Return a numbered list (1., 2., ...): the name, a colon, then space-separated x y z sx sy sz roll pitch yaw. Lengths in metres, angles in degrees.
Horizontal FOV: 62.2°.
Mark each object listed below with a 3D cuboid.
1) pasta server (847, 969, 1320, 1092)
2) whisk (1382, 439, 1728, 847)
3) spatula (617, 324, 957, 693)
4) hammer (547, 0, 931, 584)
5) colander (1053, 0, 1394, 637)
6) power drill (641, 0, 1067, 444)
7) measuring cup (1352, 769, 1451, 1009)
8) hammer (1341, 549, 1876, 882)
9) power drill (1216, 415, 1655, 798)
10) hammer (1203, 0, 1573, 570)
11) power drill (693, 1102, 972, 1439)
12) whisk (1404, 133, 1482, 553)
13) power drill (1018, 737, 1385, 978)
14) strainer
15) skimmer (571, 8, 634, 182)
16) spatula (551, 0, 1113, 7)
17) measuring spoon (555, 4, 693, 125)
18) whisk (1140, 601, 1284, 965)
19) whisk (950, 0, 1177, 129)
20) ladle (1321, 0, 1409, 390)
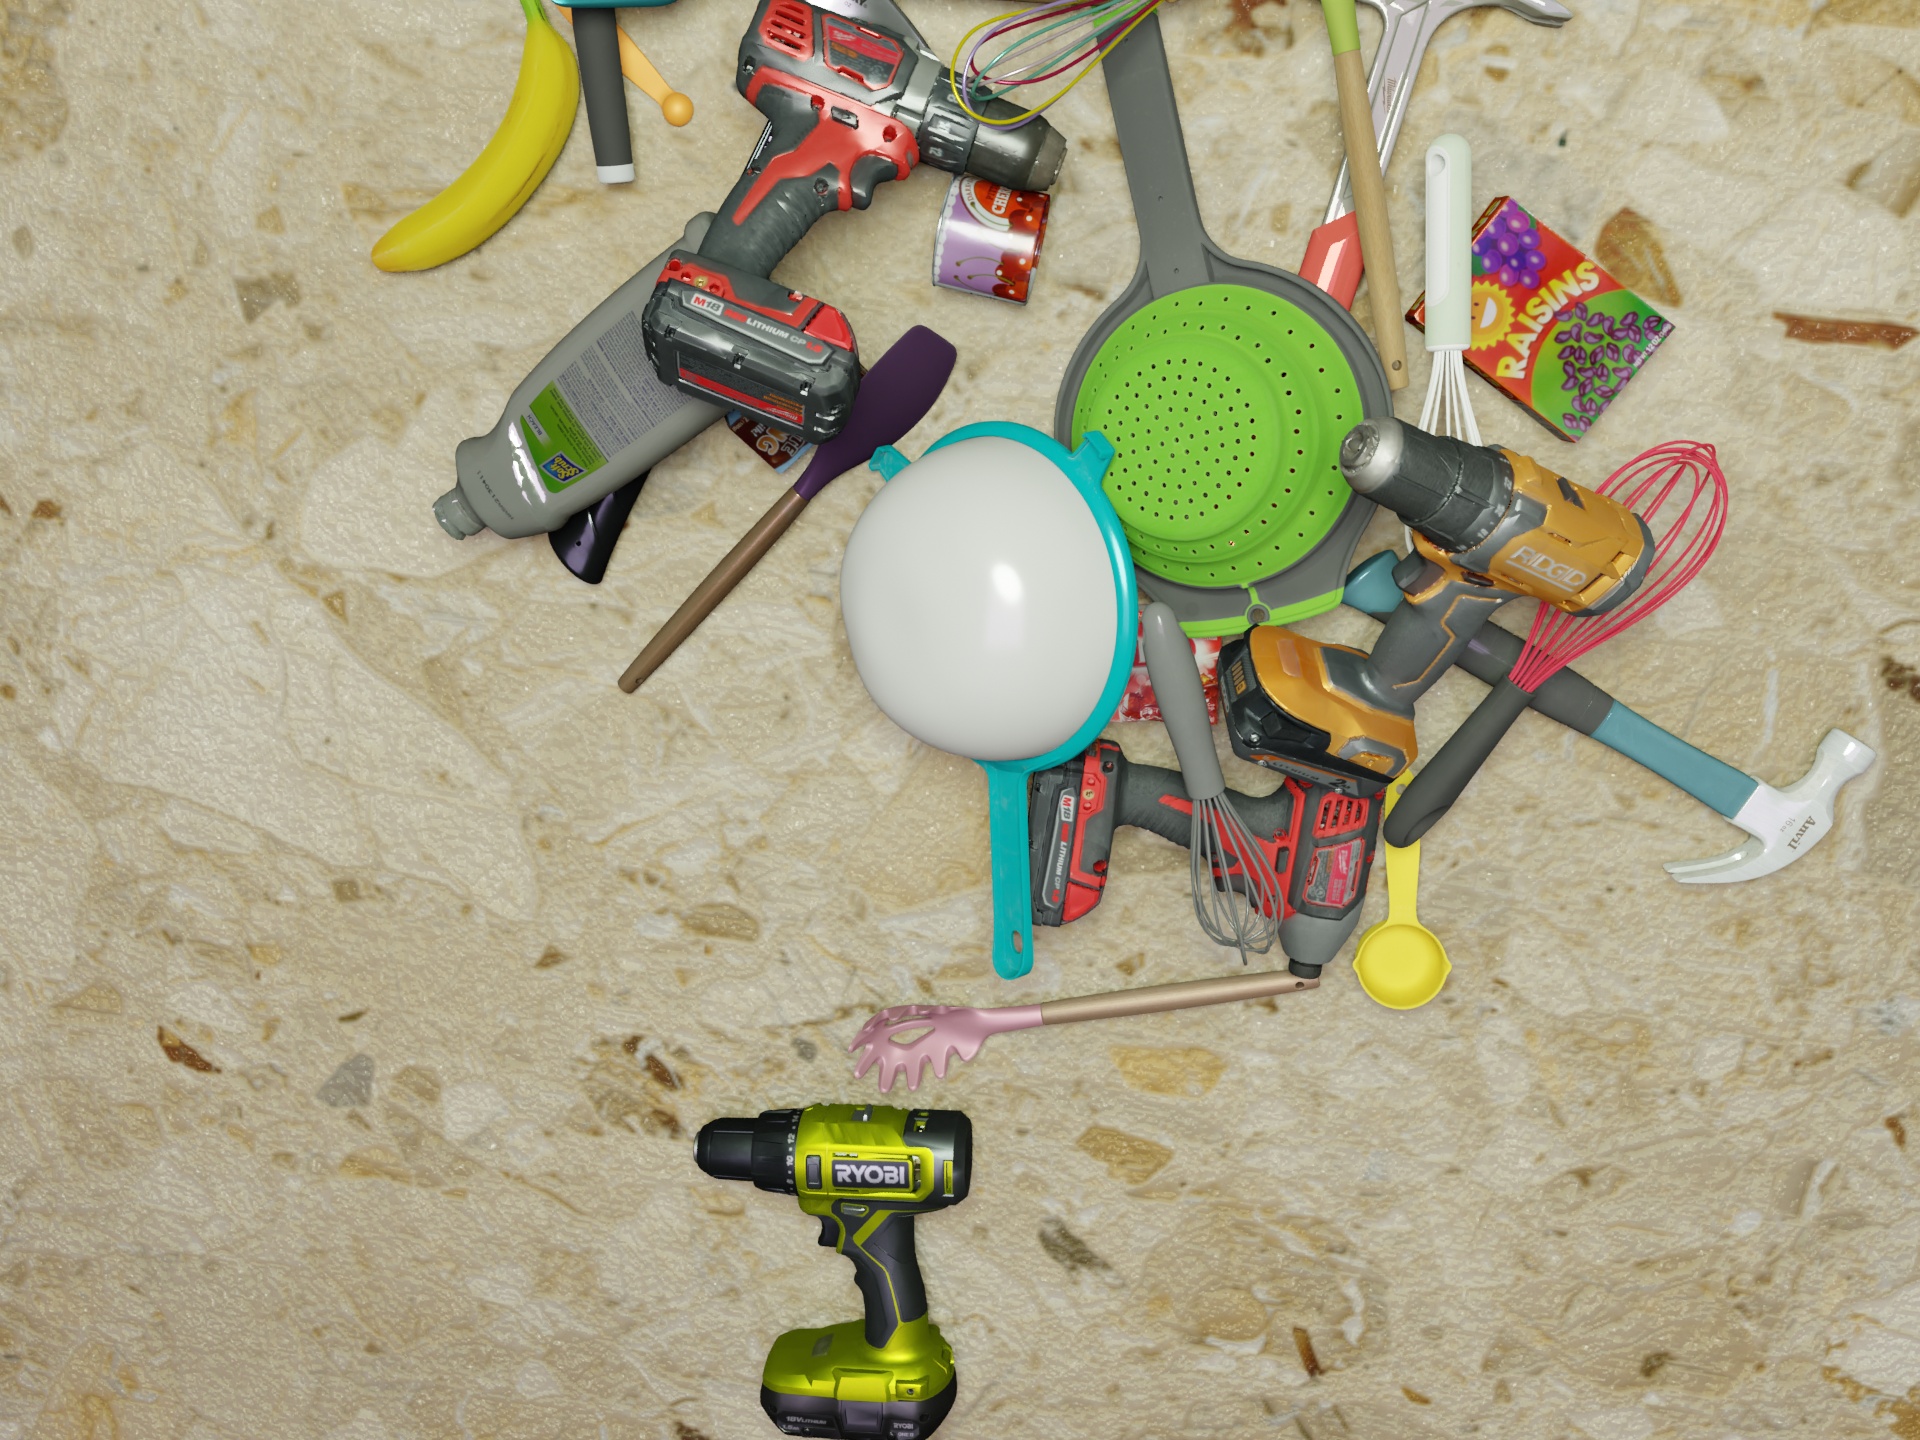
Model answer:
1. pasta server: 0.082 0.198 1.065 0.316 0.040 0.060 -9 115 8
2. whisk: 0.340 -0.036 0.929 0.073 0.073 0.295 32 115 -1
3. spatula: -0.116 -0.126 1.013 0.316 0.059 0.018 -44 53 18
4. hammer: -0.152 -0.266 0.983 0.149 0.036 0.409 29 106 -2
5. colander: 0.118 -0.240 0.903 0.204 0.094 0.397 -11 95 26
6. power drill: -0.058 -0.270 0.868 0.188 0.080 0.227 21 78 -4
7. measuring cup: 0.284 0.107 1.030 0.062 0.029 0.156 0 92 7
8. hammer: 0.383 -0.010 0.981 0.331 0.033 0.128 30 104 -1
9. power drill: 0.233 -0.063 0.872 0.185 0.084 0.226 19 135 -25
10. hammer: 0.226 -0.257 0.938 0.149 0.037 0.359 16 104 3
11. power drill: -0.087 0.376 1.110 0.190 0.080 0.228 0 101 7
12. whisk: 0.275 -0.203 0.900 0.059 0.058 0.246 -8 101 -27
13. power drill: 0.151 0.086 1.013 0.219 0.078 0.143 7 105 2
14. strainer: -0.001 -0.003 0.937 0.211 0.095 0.340 6 103 45
15. skimmer: -0.214 -0.507 0.928 0.127 0.090 0.363 1 112 13
16. spatula: -0.070 -0.425 0.893 0.317 0.044 0.082 5 97 1
17. measuring spoon: -0.208 -0.408 0.966 0.117 0.011 0.021 45 104 -5
18. whisk: 0.141 0.040 0.919 0.055 0.055 0.238 -15 114 10
19. whisk: 0.094 -0.397 0.868 0.245 0.051 0.047 -35 75 -15
20. ladle: 0.218 -0.341 0.874 0.078 0.062 0.320 -11 104 9
